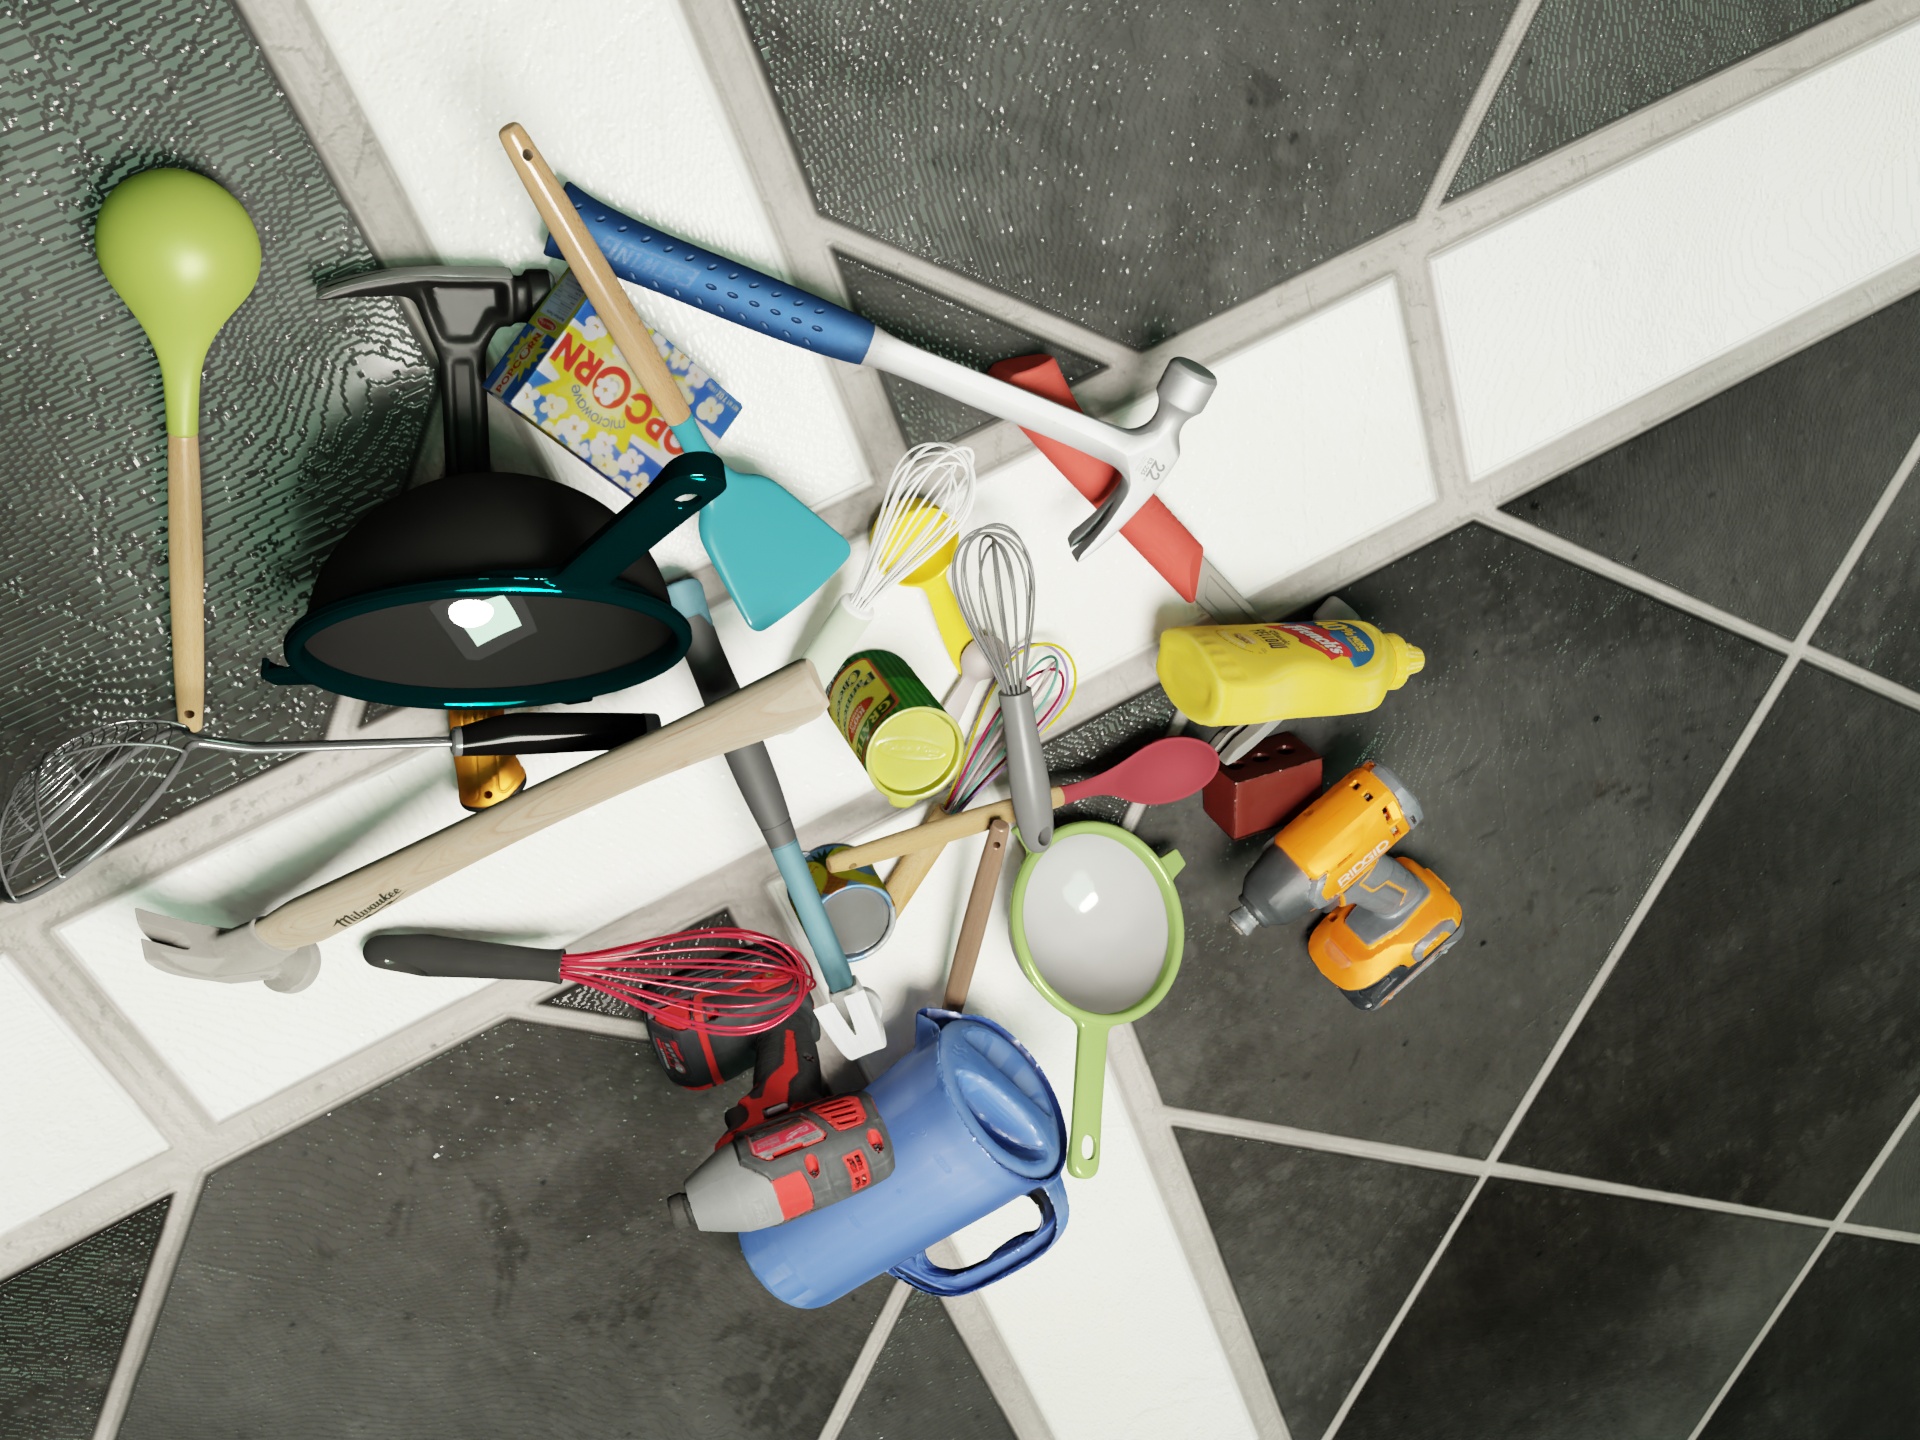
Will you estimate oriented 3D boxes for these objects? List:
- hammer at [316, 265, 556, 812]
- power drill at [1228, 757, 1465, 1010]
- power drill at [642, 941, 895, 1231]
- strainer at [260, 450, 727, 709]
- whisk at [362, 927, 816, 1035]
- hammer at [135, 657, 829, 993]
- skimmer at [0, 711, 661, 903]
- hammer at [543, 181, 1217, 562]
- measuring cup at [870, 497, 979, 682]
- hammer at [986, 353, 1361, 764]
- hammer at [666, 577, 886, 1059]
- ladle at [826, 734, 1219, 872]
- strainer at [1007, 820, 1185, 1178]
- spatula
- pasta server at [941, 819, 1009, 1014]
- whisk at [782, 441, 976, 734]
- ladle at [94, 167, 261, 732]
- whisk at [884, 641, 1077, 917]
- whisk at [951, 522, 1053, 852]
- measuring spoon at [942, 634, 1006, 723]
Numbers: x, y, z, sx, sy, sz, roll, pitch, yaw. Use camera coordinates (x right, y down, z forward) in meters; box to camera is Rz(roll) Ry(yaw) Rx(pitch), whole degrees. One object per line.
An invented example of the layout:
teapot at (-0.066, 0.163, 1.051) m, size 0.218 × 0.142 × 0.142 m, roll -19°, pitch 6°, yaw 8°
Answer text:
hammer at (-0.299, -0.097, 0.945) m, size 0.127 × 0.034 × 0.336 m, roll -6°, pitch 116°, yaw -20°
power drill at (0.300, 0.141, 1.243) m, size 0.164 × 0.084 × 0.226 m, roll -41°, pitch 139°, yaw 0°
power drill at (-0.141, 0.251, 1.066) m, size 0.143 × 0.220 × 0.078 m, roll -20°, pitch 120°, yaw -13°
strainer at (-0.217, -0.095, 0.821) m, size 0.211 × 0.340 × 0.095 m, roll 4°, pitch 71°, yaw -38°
whisk at (-0.243, 0.164, 1.048) m, size 0.296 × 0.073 × 0.073 m, roll 5°, pitch 113°, yaw -4°
hammer at (-0.272, 0.059, 0.938) m, size 0.410 × 0.038 × 0.146 m, roll -25°, pitch 161°, yaw 4°
skimmer at (-0.357, 0.042, 0.928) m, size 0.363 × 0.127 × 0.090 m, roll -3°, pitch 111°, yaw -23°
hammer at (-0.049, -0.217, 0.960) m, size 0.405 × 0.035 × 0.144 m, roll 18°, pitch 118°, yaw -20°
measuring cup at (-0.017, -0.086, 1.076) m, size 0.062 × 0.029 × 0.156 m, roll -32°, pitch 133°, yaw -8°
hammer at (0.136, -0.118, 1.110) m, size 0.149 × 0.037 × 0.358 m, roll -47°, pitch 122°, yaw 4°
hammer at (-0.119, 0.066, 1.021) m, size 0.033 × 0.128 × 0.331 m, roll -22°, pitch 97°, yaw -2°
ladle at (0.049, 0.062, 1.132) m, size 0.315 × 0.031 × 0.069 m, roll -14°, pitch 136°, yaw -26°
strainer at (0.085, 0.204, 1.173) m, size 0.151 × 0.069 × 0.256 m, roll 13°, pitch 72°, yaw -27°
spatula at (-0.162, -0.188, 0.887) m, size 0.082 × 0.044 × 0.317 m, roll -42°, pitch 134°, yaw -15°
pasta server at (-0.002, 0.204, 1.177) m, size 0.060 × 0.040 × 0.316 m, roll 10°, pitch 123°, yaw -5°
whisk at (-0.061, -0.079, 1.012) m, size 0.059 × 0.058 × 0.246 m, roll -21°, pitch 153°, yaw -54°
ladle at (-0.428, -0.139, 0.877) m, size 0.078 × 0.062 × 0.320 m, roll 0°, pitch 121°, yaw -23°
whisk at (0.007, 0.050, 1.136) m, size 0.047 × 0.051 × 0.245 m, roll 23°, pitch 107°, yaw -35°
whisk at (0.035, -0.017, 1.066) m, size 0.055 × 0.055 × 0.238 m, roll -16°, pitch 112°, yaw -14°
measuring spoon at (-0.002, -0.004, 1.114) m, size 0.034 × 0.018 × 0.124 m, roll 13°, pitch 114°, yaw -40°
